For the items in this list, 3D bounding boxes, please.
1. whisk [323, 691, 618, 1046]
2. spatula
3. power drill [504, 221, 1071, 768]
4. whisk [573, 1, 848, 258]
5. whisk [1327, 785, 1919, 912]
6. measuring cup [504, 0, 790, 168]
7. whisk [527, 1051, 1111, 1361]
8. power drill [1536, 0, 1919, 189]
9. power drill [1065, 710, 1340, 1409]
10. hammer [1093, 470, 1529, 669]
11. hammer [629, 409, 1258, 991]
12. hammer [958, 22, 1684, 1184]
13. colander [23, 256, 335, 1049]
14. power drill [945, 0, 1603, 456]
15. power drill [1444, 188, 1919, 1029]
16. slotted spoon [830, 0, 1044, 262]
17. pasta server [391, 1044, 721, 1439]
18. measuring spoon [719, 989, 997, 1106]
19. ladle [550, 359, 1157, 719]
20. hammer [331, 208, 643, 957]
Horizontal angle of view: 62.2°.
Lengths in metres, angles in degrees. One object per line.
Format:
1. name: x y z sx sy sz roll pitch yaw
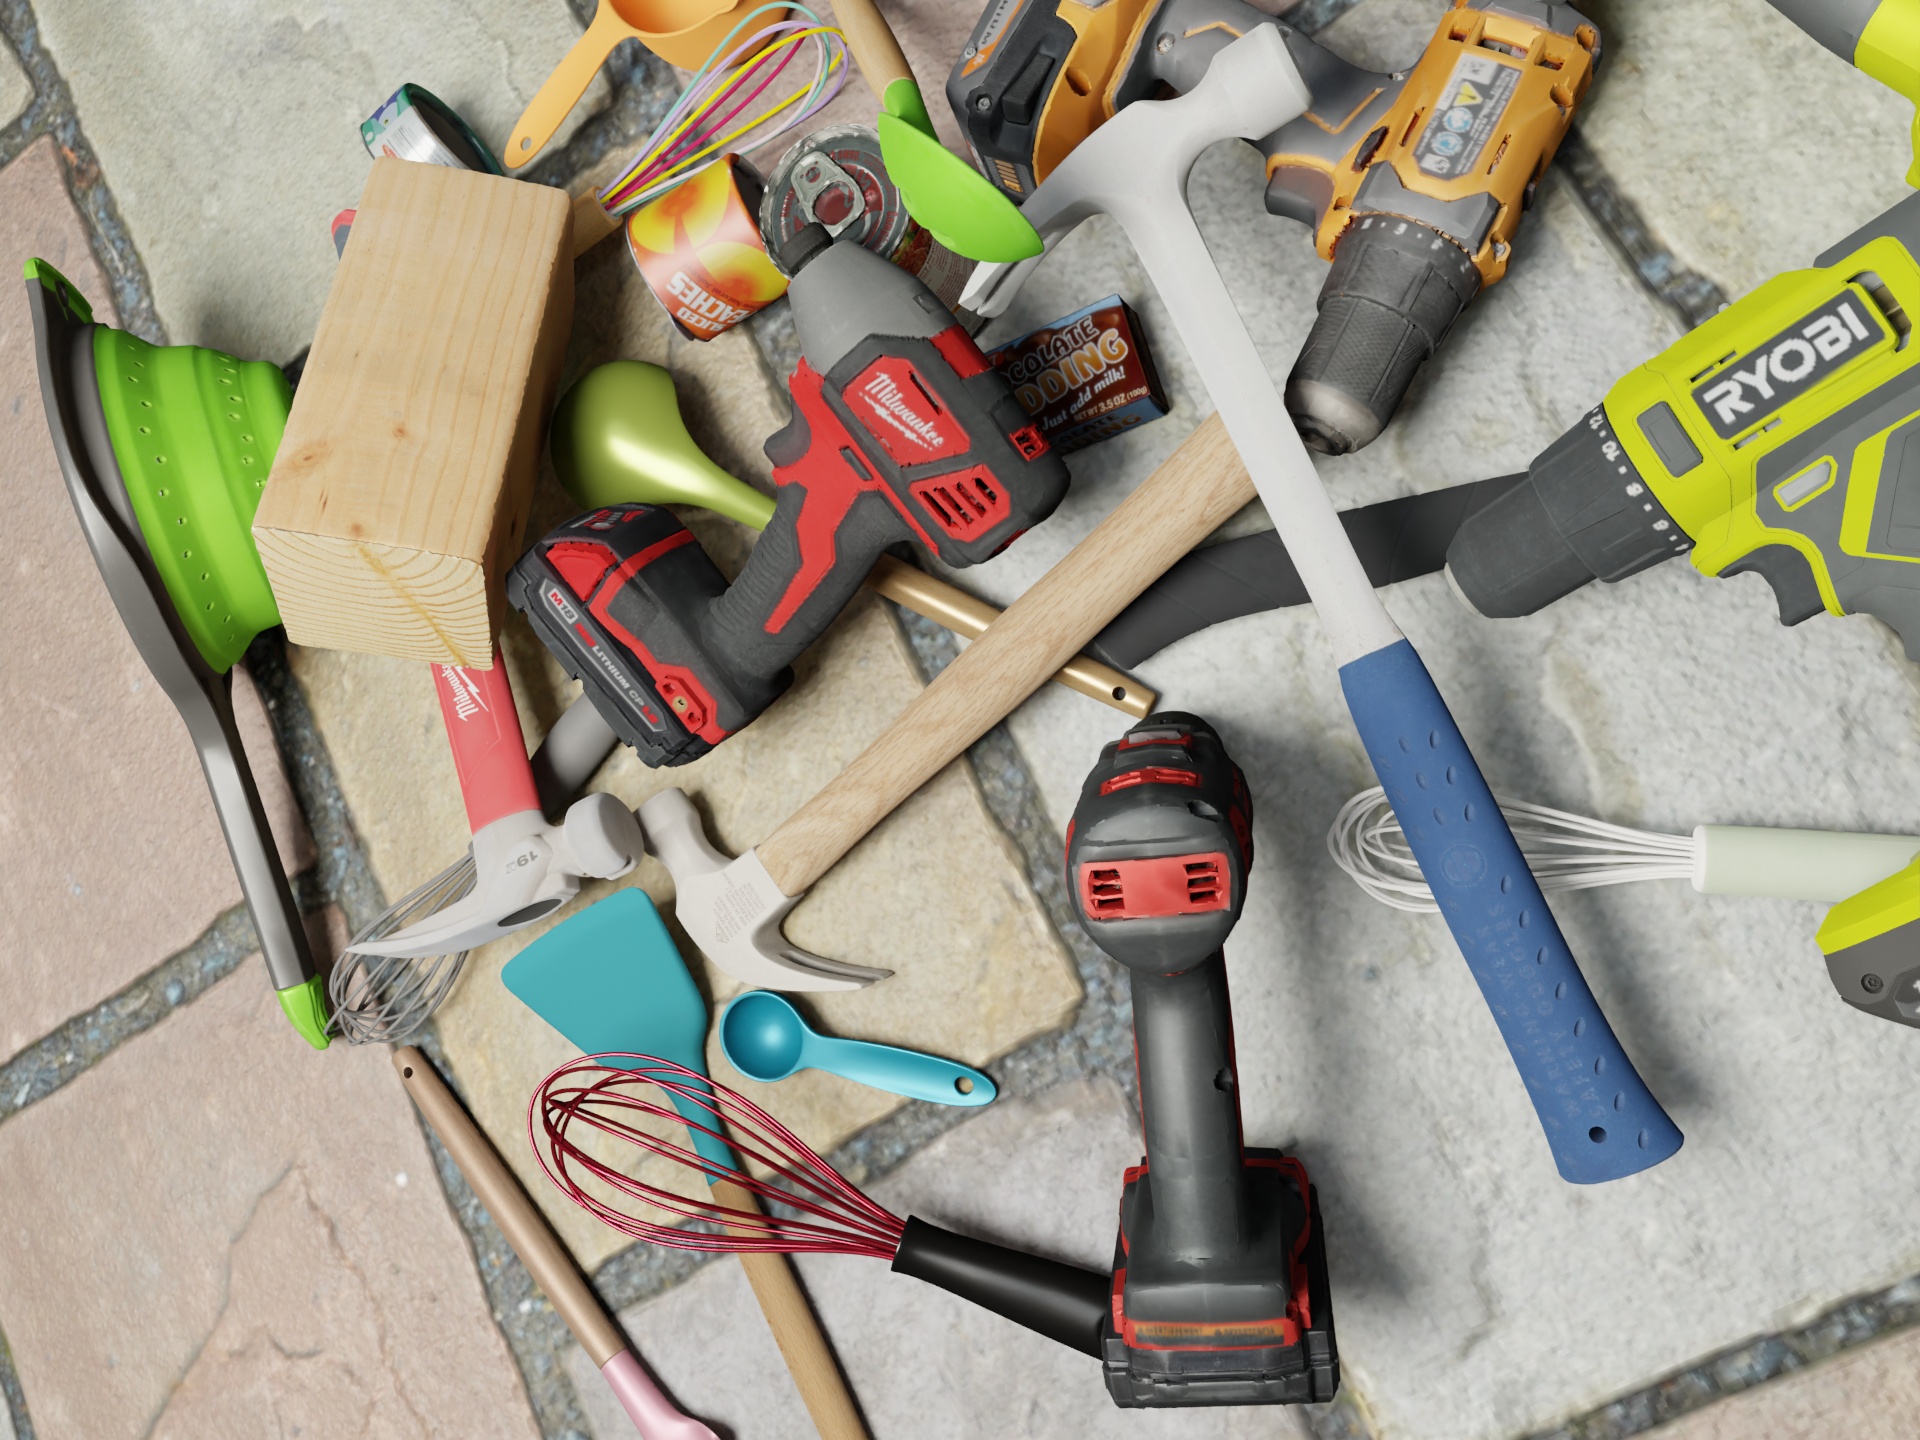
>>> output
1. whisk: -0.228 0.065 0.765 0.055 0.055 0.239 42 97 20
2. spatula: -0.099 0.228 0.699 0.082 0.044 0.318 -32 76 10
3. power drill: -0.076 -0.088 0.647 0.219 0.078 0.143 -35 96 29
4. whisk: -0.156 -0.261 0.762 0.245 0.047 0.051 -28 115 22
5. whisk: 0.258 0.049 0.574 0.246 0.059 0.057 2 124 18
6. measuring cup: -0.151 -0.326 0.766 0.173 0.052 0.095 -46 71 14
7. whisk: -0.042 0.206 0.651 0.296 0.073 0.073 18 92 7
8. power drill: 0.312 -0.272 0.538 0.171 0.080 0.223 -37 63 -15
9. power drill: 0.085 0.109 0.586 0.080 0.188 0.226 -6 101 11
10. hammer: 0.234 -0.090 0.599 0.409 0.036 0.149 -13 79 21
11. hammer: -0.001 -0.002 0.663 0.331 0.031 0.130 -42 77 22
12. hammer: 0.135 -0.031 0.562 0.144 0.035 0.405 -27 84 23
13. colander: -0.343 -0.036 0.793 0.094 0.204 0.397 -17 96 -15
14. power drill: 0.108 -0.219 0.628 0.226 0.084 0.185 26 86 18
15. power drill: 0.281 -0.025 0.507 0.190 0.080 0.229 -36 71 32
16. slotted spoon: -0.027 -0.255 0.635 0.031 0.070 0.314 -42 37 19
17. pasta server: -0.178 0.272 0.730 0.060 0.040 0.316 -43 70 0
18. measuring spoon: -0.044 0.147 0.702 0.128 0.021 0.042 11 101 13
19. ladle: -0.054 -0.077 0.716 0.320 0.062 0.078 27 99 15
20. hammer: -0.266 -0.080 0.771 0.143 0.038 0.387 -25 70 14
